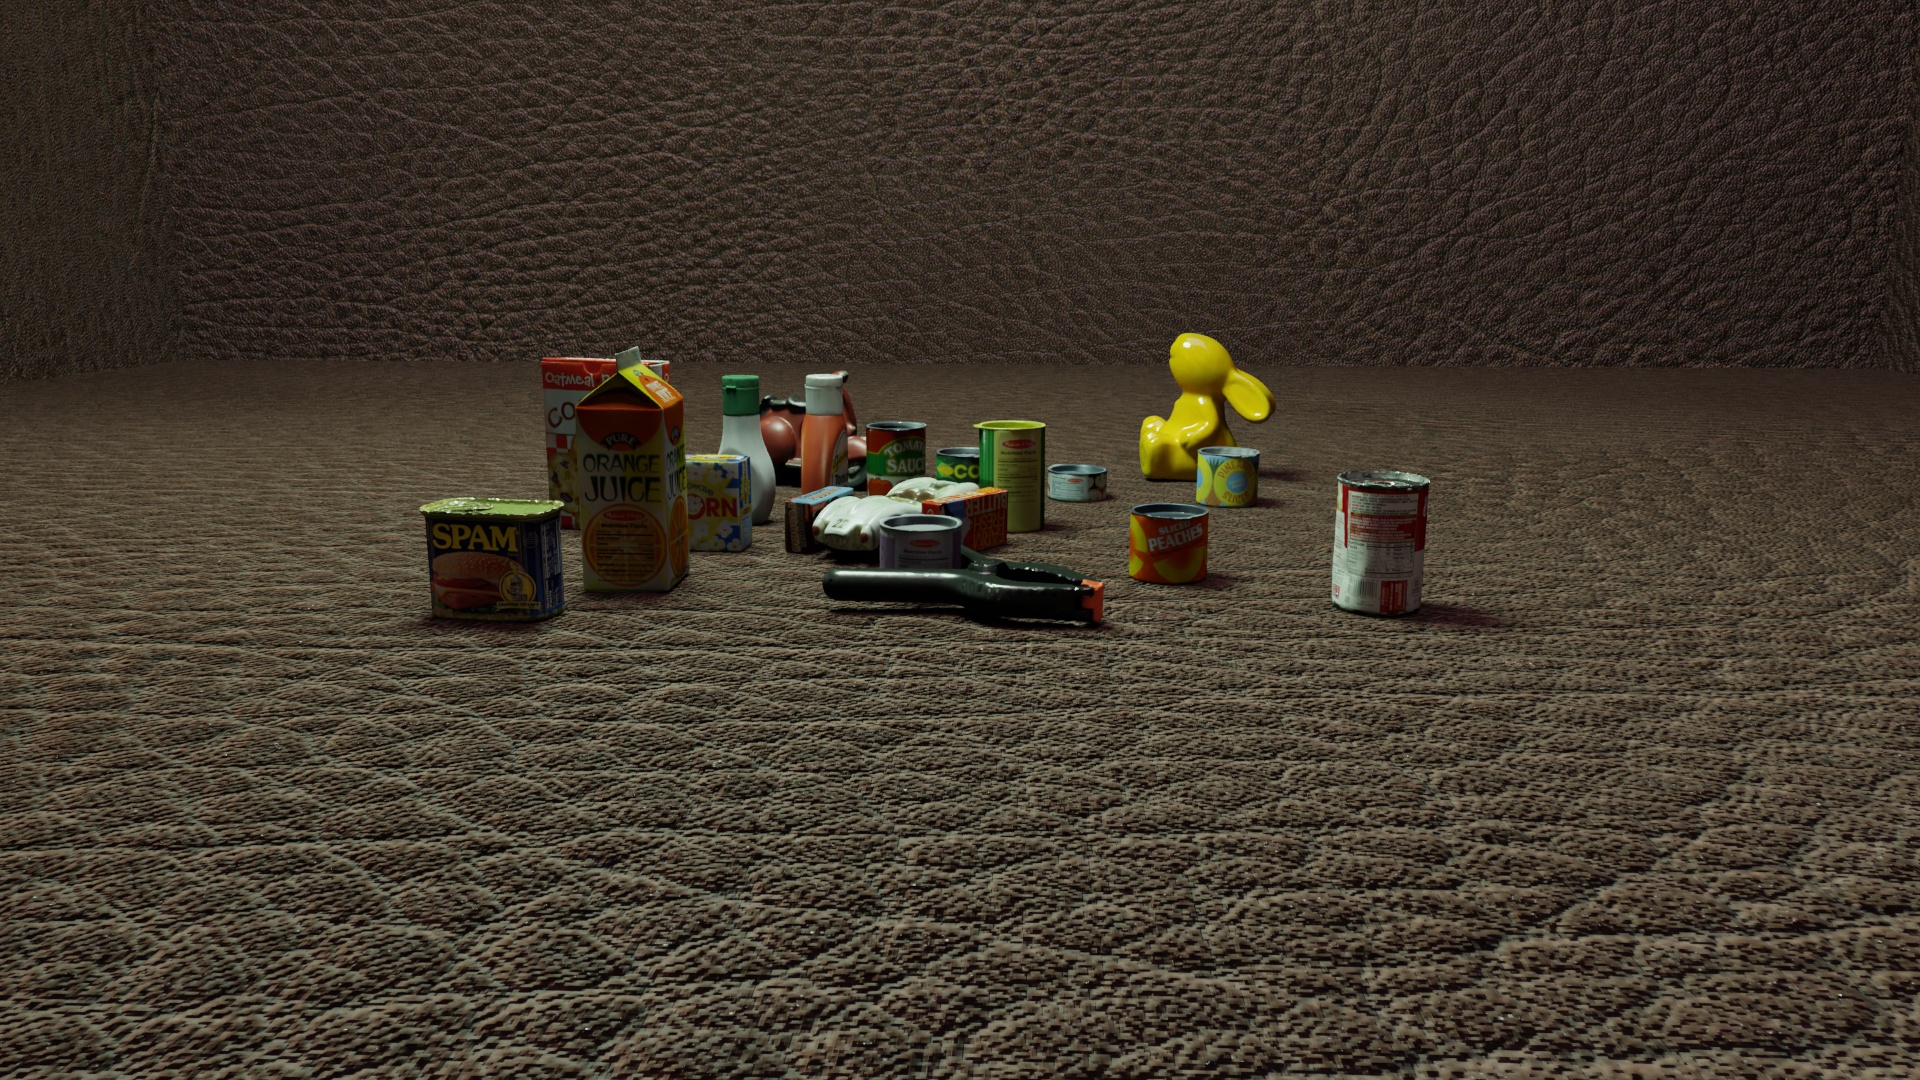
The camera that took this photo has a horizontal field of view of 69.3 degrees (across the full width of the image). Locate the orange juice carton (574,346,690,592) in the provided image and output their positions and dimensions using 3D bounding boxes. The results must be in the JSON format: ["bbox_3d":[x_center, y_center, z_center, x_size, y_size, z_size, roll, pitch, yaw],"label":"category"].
[{"bbox_3d":[-0.266,-0.059,1.129,0.073,0.192,0.072,0,11,2],"label":"orange juice carton"}]

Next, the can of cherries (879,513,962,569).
[{"bbox_3d":[-0.032,0.013,1.115,0.071,0.058,0.071,0,12,0],"label":"can of cherries"}]

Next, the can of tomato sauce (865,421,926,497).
[{"bbox_3d":[-0.070,-0.085,1.519,0.071,0.083,0.071,0,12,0],"label":"can of tomato sauce"}]

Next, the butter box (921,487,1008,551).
[{"bbox_3d":[0.005,-0.016,1.263,0.024,0.053,0.104,9,15,37],"label":"butter box"}]

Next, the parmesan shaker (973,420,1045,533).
[{"bbox_3d":[0.048,-0.063,1.368,0.071,0.102,0.071,0,12,0],"label":"parmesan shaker"}]

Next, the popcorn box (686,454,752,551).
[{"bbox_3d":[-0.258,-0.035,1.278,0.127,0.085,0.038,1,11,6],"label":"popcorn box"}]

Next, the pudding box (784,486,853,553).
[{"bbox_3d":[-0.130,-0.020,1.290,0.030,0.049,0.084,5,13,23],"label":"pudding box"}]

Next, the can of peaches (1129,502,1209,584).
[{"bbox_3d":[0.175,0.003,1.165,0.071,0.058,0.071,0,12,0],"label":"can of peaches"}]

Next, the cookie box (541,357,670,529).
[{"bbox_3d":[-0.342,-0.093,1.351,0.123,0.167,0.040,4,12,20],"label":"cookie box"}]

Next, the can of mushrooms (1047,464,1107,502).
[{"bbox_3d":[0.130,-0.064,1.540,0.071,0.033,0.071,0,12,0],"label":"can of mushrooms"}]

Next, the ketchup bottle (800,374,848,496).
[{"bbox_3d":[-0.135,-0.090,1.383,0.043,0.148,0.065,3,12,16],"label":"ketchup bottle"}]

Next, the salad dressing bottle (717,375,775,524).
[{"bbox_3d":[-0.218,-0.091,1.389,0.064,0.147,0.044,5,12,23],"label":"salad dressing bottle"}]

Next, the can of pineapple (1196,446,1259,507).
[{"bbox_3d":[0.290,-0.068,1.502,0.071,0.057,0.071,0,12,0],"label":"can of pineapple"}]

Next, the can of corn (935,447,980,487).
[{"bbox_3d":[0.007,-0.067,1.493,0.071,0.058,0.071,0,12,0],"label":"can of corn"}]
